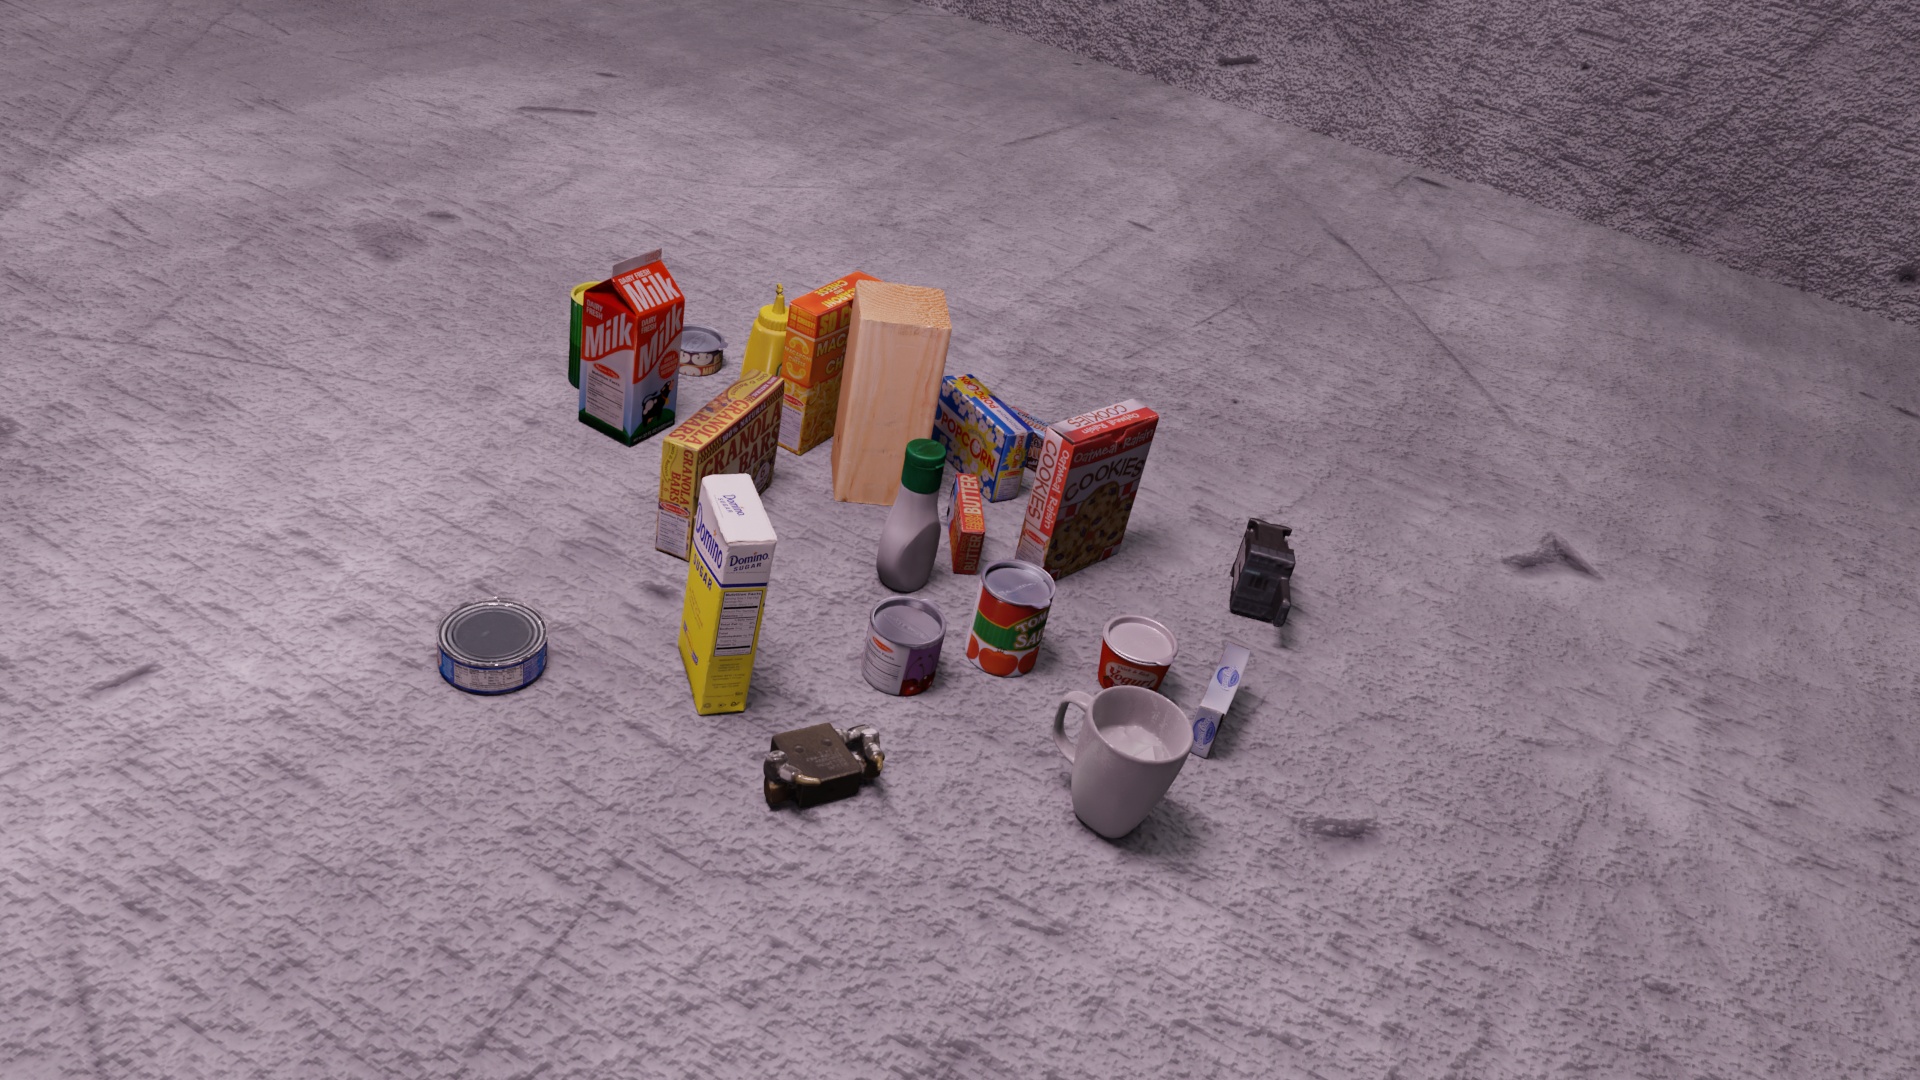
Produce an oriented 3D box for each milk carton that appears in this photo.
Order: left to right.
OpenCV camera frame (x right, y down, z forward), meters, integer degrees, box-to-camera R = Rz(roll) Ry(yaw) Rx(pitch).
[{"bbox_3d":[-0.332,-0.200,1.403,0.073,0.189,0.073,26,36,20],"label":"milk carton"}]

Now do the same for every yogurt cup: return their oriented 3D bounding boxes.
[{"bbox_3d":[0.154,0.106,1.234,0.072,0.053,0.073,9,34,-6],"label":"yogurt cup"}]

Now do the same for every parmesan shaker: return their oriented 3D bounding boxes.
[{"bbox_3d":[-0.383,-0.217,1.489,0.071,0.102,0.072,9,34,-6],"label":"parmesan shaker"}]

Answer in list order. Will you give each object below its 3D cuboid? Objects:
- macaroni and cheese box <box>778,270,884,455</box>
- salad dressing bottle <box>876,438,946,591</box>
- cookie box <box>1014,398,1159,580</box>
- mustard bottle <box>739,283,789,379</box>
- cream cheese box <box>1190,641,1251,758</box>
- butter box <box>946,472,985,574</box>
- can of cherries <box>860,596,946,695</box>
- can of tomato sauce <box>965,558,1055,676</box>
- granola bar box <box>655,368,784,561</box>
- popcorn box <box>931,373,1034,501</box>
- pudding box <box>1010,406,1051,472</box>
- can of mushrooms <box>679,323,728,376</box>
[{"bbox_3d":[-0.138,-0.188,1.468,0.040,0.165,0.124,27,36,20],"label":"macaroni and cheese box"},{"bbox_3d":[-0.042,-0.023,1.276,0.044,0.146,0.064,33,39,28],"label":"salad dressing bottle"},{"bbox_3d":[0.121,-0.046,1.344,0.123,0.166,0.040,-21,46,-39],"label":"cookie box"},{"bbox_3d":[-0.198,-0.196,1.466,0.049,0.159,0.065,26,36,19],"label":"mustard bottle"},{"bbox_3d":[0.225,0.138,1.211,0.024,0.053,0.104,21,35,13],"label":"cream cheese box"},{"bbox_3d":[0.005,-0.017,1.367,0.024,0.052,0.104,6,34,-9],"label":"butter box"},{"bbox_3d":[-0.047,0.090,1.190,0.071,0.058,0.072,9,34,-6],"label":"can of cherries"},{"bbox_3d":[0.045,0.070,1.226,0.071,0.082,0.071,9,34,-6],"label":"can of tomato sauce"},{"bbox_3d":[-0.225,-0.074,1.312,0.039,0.123,0.166,20,35,12],"label":"granola bar box"},{"bbox_3d":[0.021,-0.110,1.479,0.038,0.084,0.127,-12,41,-32],"label":"popcorn box"},{"bbox_3d":[0.080,-0.107,1.525,0.084,0.049,0.030,29,37,23],"label":"pudding box"},{"bbox_3d":[-0.300,-0.215,1.575,0.071,0.033,0.071,9,34,-6],"label":"can of mushrooms"}]
